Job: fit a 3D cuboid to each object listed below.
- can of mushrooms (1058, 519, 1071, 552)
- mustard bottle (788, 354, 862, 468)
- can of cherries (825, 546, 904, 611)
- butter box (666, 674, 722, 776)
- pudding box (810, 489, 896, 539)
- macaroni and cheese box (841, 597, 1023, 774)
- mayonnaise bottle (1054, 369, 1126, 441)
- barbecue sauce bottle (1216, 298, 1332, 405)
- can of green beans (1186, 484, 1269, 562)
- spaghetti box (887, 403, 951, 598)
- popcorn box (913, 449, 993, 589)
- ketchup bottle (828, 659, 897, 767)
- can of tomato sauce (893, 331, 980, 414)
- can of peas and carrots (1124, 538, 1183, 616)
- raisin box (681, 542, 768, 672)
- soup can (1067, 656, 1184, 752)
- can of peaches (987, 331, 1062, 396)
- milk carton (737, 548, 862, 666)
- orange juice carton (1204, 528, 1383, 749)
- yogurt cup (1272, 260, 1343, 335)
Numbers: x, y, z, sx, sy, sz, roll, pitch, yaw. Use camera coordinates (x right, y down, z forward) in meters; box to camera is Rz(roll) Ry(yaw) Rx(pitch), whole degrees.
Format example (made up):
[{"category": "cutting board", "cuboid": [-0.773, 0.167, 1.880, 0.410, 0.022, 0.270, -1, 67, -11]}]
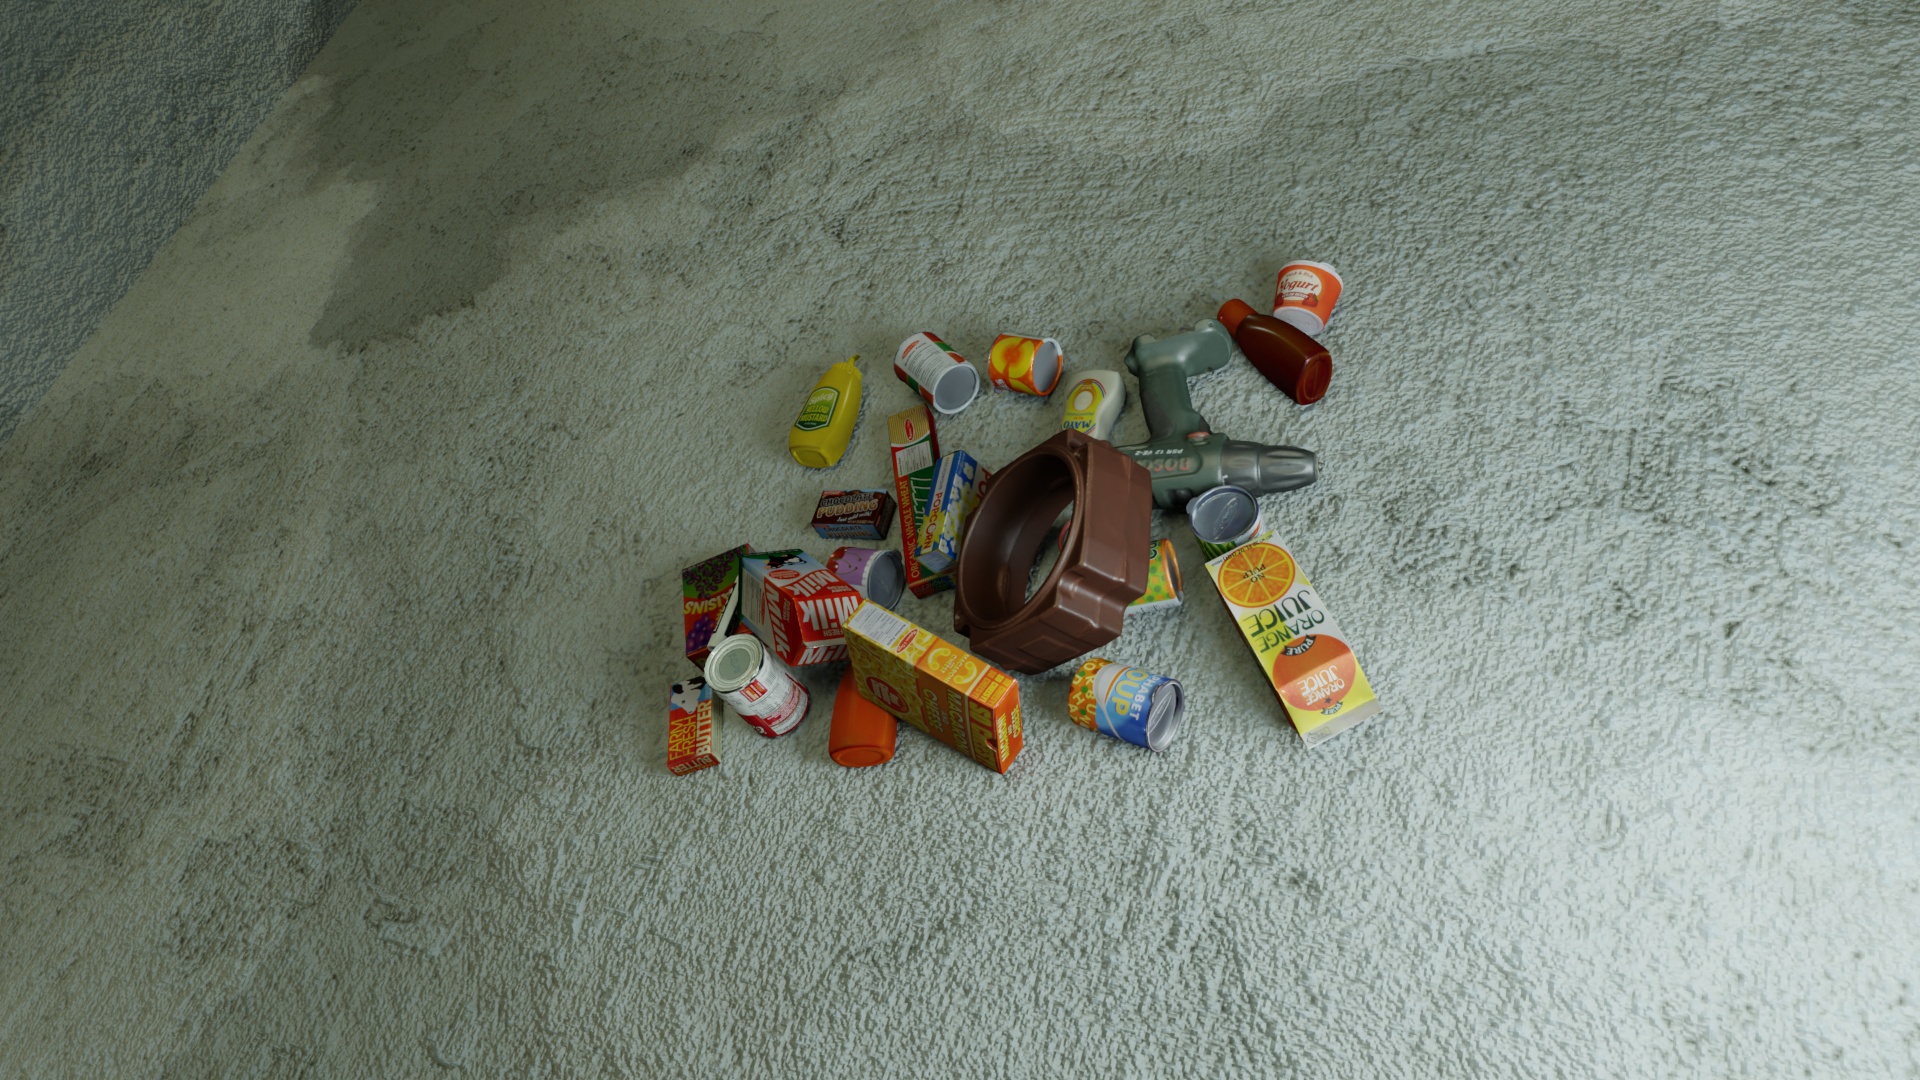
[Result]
[{"category": "can of mushrooms", "cuboid": [0.130, 0.006, 1.376, 0.071, 0.033, 0.071, -13, 52, 17]}, {"category": "mustard bottle", "cuboid": [-0.150, -0.160, 1.633, 0.065, 0.048, 0.161, 2, 57, 26]}, {"category": "can of cherries", "cuboid": [-0.099, 0.039, 1.445, 0.058, 0.071, 0.072, 5, 58, 31]}, {"category": "butter box", "cuboid": [-0.276, 0.190, 1.446, 0.053, 0.024, 0.104, -18, 50, 13]}, {"category": "pudding box", "cuboid": [-0.117, -0.030, 1.530, 0.083, 0.030, 0.050, 1, 56, 27]}, {"category": "macaroni and cheese box", "cuboid": [-0.024, 0.135, 1.269, 0.167, 0.123, 0.040, 27, 60, 24]}, {"category": "mayonnaise bottle", "cuboid": [0.129, -0.113, 1.461, 0.065, 0.041, 0.149, 1, 56, 28]}, {"category": "barbecue sauce bottle", "cuboid": [0.317, -0.199, 1.419, 0.044, 0.064, 0.149, -18, 42, -18]}, {"category": "can of green beans", "cuboid": [0.254, -0.009, 1.308, 0.071, 0.057, 0.071, -14, 51, 18]}, {"category": "spaghetti box", "cuboid": [-0.042, -0.046, 1.505, 0.050, 0.028, 0.251, -20, 49, 13]}, {"category": "popcorn box", "cuboid": [0.005, -0.018, 1.418, 0.038, 0.085, 0.127, -19, 46, 40]}, {"category": "ketchup bottle", "cuboid": [-0.092, 0.148, 1.372, 0.064, 0.043, 0.149, -10, 52, 17]}, {"category": "can of tomato sauce", "cuboid": [-0.026, -0.190, 1.584, 0.071, 0.071, 0.083, -41, 48, -7]}, {"category": "can of peas and carrots", "cuboid": [0.173, 0.033, 1.309, 0.058, 0.070, 0.071, -12, 51, 18]}, {"category": "raisin box", "cuboid": [-0.257, 0.072, 1.516, 0.086, 0.040, 0.124, -21, 50, 10]}, {"category": "soup can", "cuboid": [0.147, 0.143, 1.237, 0.084, 0.071, 0.071, 14, 63, 35]}, {"category": "can of peaches", "cuboid": [0.072, -0.193, 1.537, 0.058, 0.071, 0.071, 13, 63, 33]}, {"category": "milk carton", "cuboid": [-0.156, 0.071, 1.387, 0.072, 0.073, 0.191, -5, 18, -28]}, {"category": "orange juice carton", "cuboid": [0.289, 0.089, 1.205, 0.072, 0.072, 0.193, -27, 48, 5]}, {"category": "yogurt cup", "cuboid": [0.356, -0.248, 1.436, 0.072, 0.072, 0.054, 9, 68, 32]}]
